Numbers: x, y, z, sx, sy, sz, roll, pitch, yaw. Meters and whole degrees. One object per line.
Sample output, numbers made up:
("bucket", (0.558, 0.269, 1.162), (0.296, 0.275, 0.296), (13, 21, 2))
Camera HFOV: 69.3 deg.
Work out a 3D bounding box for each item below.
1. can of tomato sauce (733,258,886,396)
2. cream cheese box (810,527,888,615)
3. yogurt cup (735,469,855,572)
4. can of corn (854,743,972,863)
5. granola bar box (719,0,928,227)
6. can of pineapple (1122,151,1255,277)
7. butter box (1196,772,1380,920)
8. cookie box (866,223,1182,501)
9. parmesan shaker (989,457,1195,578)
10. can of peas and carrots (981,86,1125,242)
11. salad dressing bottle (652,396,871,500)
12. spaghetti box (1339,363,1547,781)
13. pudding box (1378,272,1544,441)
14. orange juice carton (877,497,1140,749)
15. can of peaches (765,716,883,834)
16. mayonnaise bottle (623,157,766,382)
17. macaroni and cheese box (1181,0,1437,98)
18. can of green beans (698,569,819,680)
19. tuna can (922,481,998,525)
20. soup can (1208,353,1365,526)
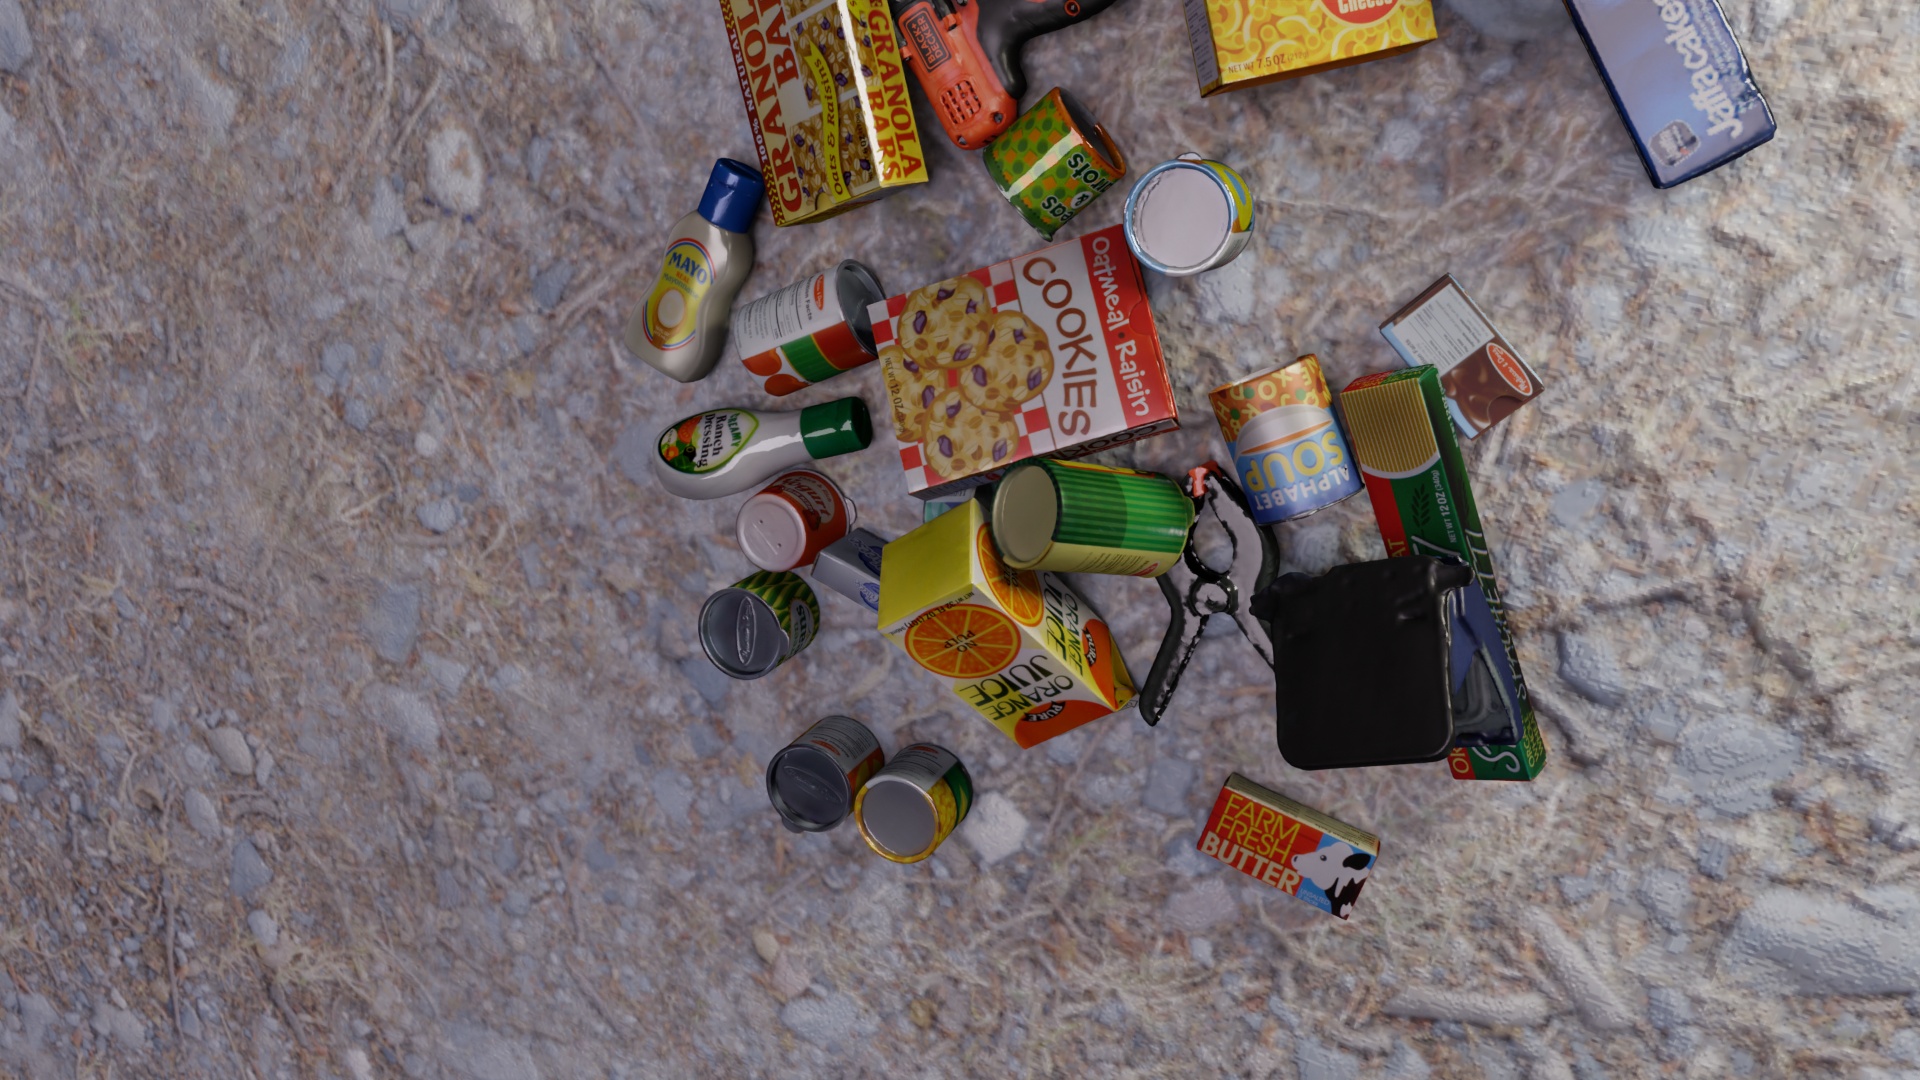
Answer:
("can of tomato sauce", (-0.094, -0.136, 0.904), (0.083, 0.071, 0.071), (-18, 96, 25))
("cream cheese box", (-0.043, 0.031, 0.930), (0.104, 0.053, 0.024), (29, 119, 13))
("yogurt cup", (-0.117, -0.011, 0.949), (0.072, 0.054, 0.072), (6, 105, 21))
("can of corn", (-0.032, 0.184, 0.961), (0.071, 0.058, 0.071), (5, 105, 21))
("granola bar box", (-0.088, -0.286, 0.849), (0.124, 0.039, 0.165), (-2, 104, 52))
("can of pineapple", (0.131, -0.188, 0.803), (0.071, 0.058, 0.070), (5, 105, 21))
("butter box", (0.208, 0.194, 0.886), (0.103, 0.024, 0.053), (23, 110, 15))
("cookie box", (0.037, -0.106, 0.839), (0.167, 0.040, 0.123), (-15, 80, 15))
("parmesan shaker", (0.078, -0.014, 0.825), (0.071, 0.103, 0.071), (-8, 80, 51))
("can of peas and carrots", (0.057, -0.222, 0.820), (0.058, 0.071, 0.071), (-37, 88, 25))
("salad dressing bottle", (-0.134, -0.066, 0.943), (0.147, 0.044, 0.064), (-11, 55, 17))
("spaghetti box", (0.278, 0.024, 0.795), (0.050, 0.029, 0.249), (-9, 105, 44))
("pudding box", (0.281, -0.103, 0.780), (0.049, 0.030, 0.084), (-40, 86, 24))
("orange juice carton", (0.036, 0.066, 0.869), (0.071, 0.073, 0.192), (-28, 129, 26))
("can of peaches", (-0.096, 0.166, 0.982), (0.071, 0.058, 0.071), (6, 106, 20))
("mayonnaise bottle", (-0.174, -0.183, 0.936), (0.065, 0.041, 0.147), (33, 113, 13))
("macaroni and cheese box", (0.173, -0.332, 0.732), (0.124, 0.040, 0.166), (-14, 99, -7))
("can of green beans", (-0.140, 0.058, 0.973), (0.071, 0.058, 0.071), (5, 105, 21))
("tuna can", (0.003, -0.011, 0.895), (0.033, 0.071, 0.071), (0, 103, 21))
("soup can", (0.188, -0.058, 0.806), (0.071, 0.071, 0.083), (-20, 95, 25))
